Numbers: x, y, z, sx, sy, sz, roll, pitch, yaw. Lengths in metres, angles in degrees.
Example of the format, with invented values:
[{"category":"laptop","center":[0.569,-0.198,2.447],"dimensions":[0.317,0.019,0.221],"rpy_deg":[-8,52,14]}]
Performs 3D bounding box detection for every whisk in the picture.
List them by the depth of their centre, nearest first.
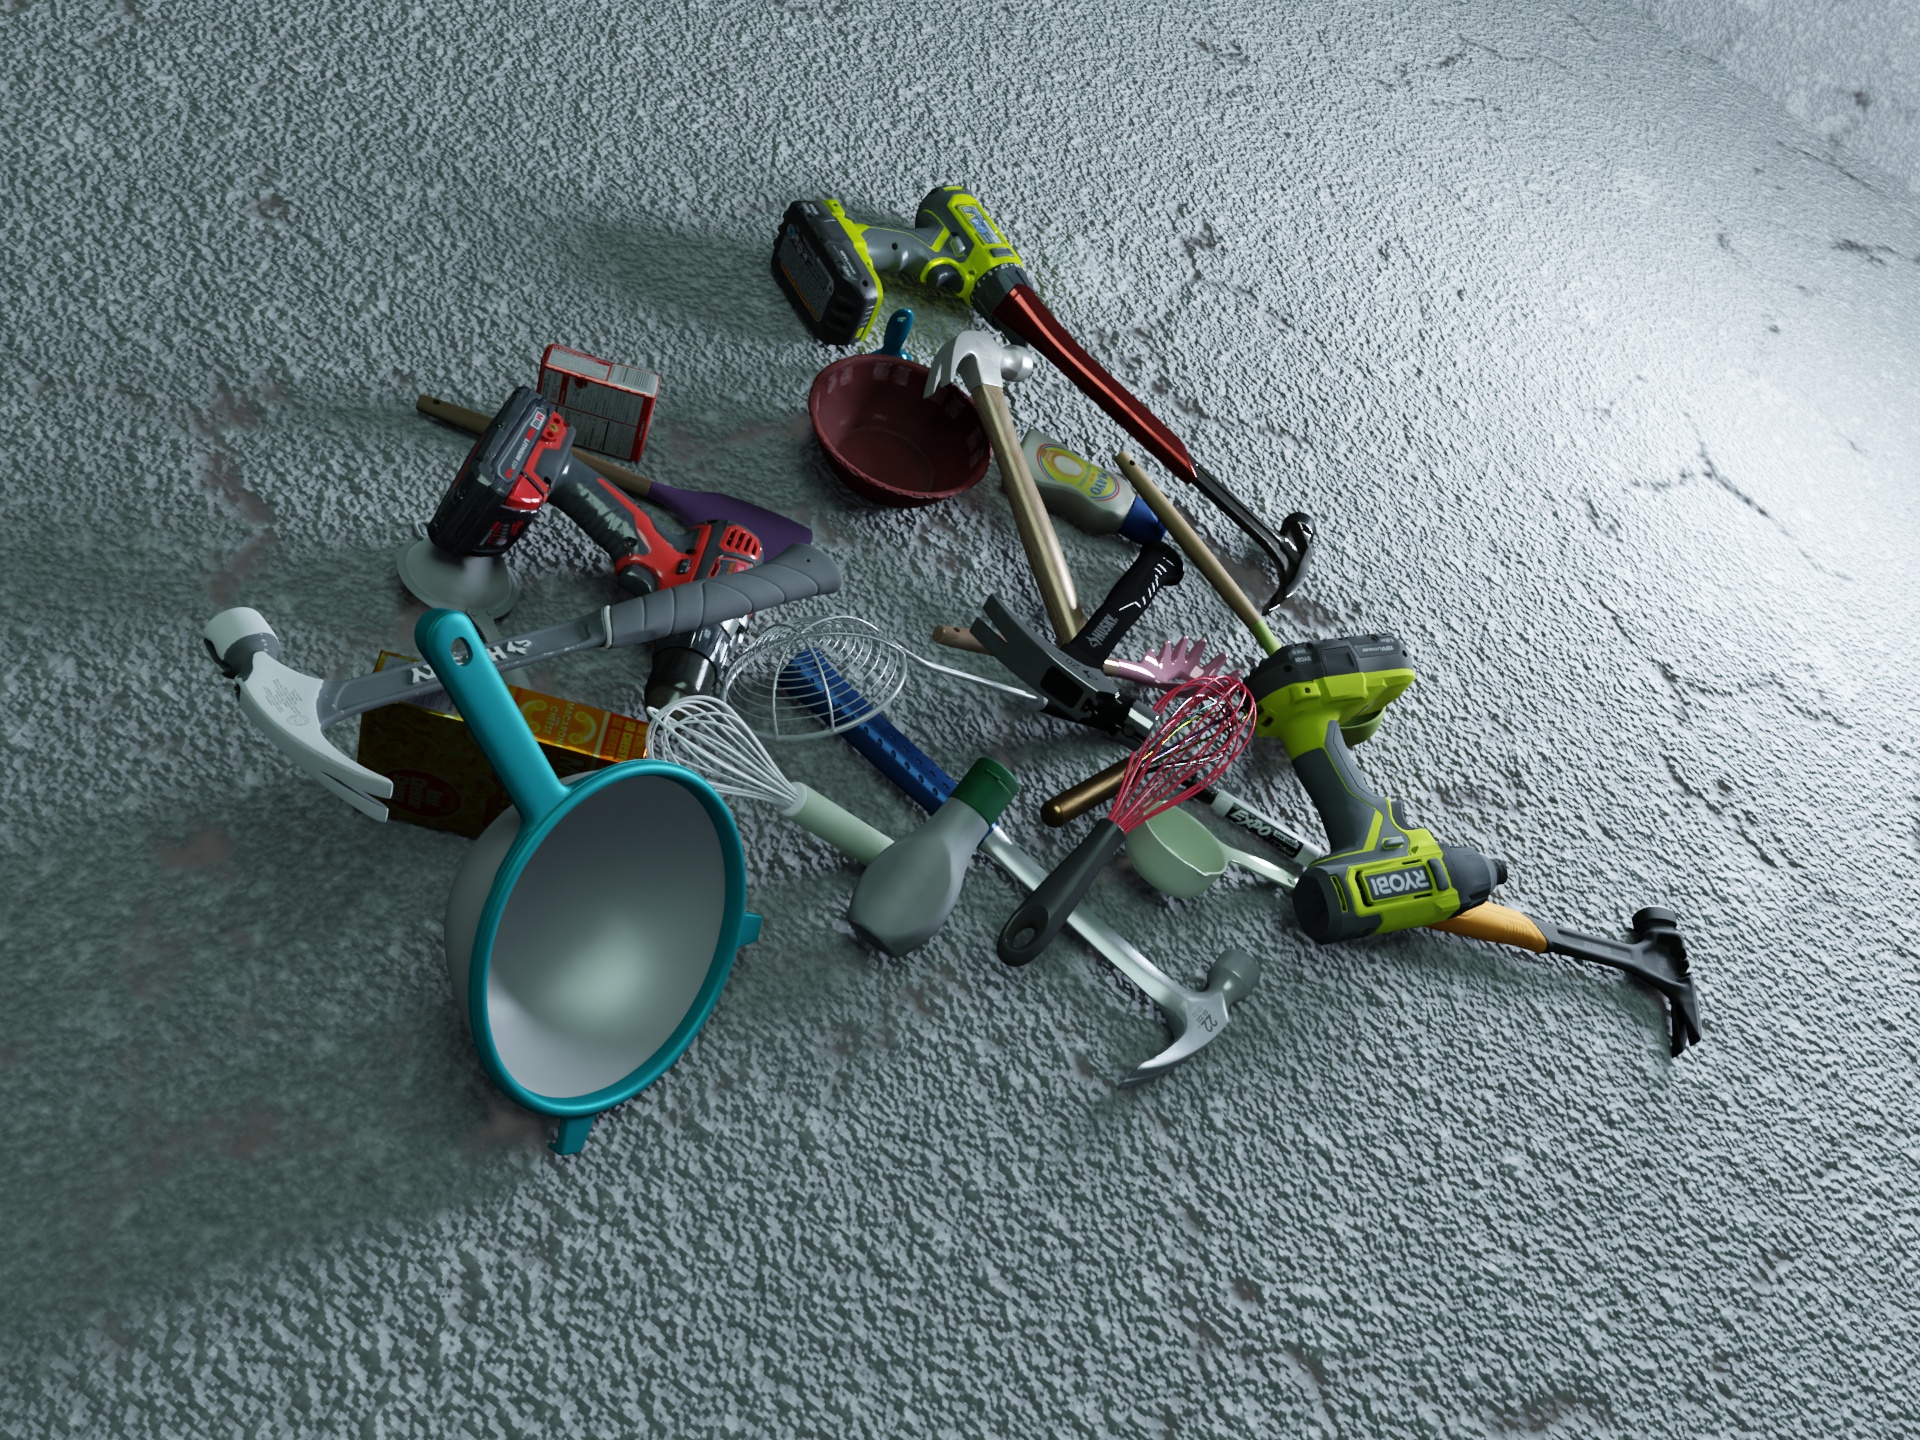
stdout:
[{"category":"whisk","center":[-0.115,0.048,1.031],"dimensions":[0.059,0.058,0.246],"rpy_deg":[36,-1,43]},{"category":"whisk","center":[0.119,0.065,1.127],"dimensions":[0.073,0.073,0.296],"rpy_deg":[39,62,8]},{"category":"whisk","center":[0.142,0.032,1.219],"dimensions":[0.047,0.051,0.245],"rpy_deg":[31,38,31]}]

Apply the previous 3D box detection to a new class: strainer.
[{"category":"strainer","center":[-0.244,0.070,0.896],"dimensions":[0.095,0.340,0.211],"rpy_deg":[13,48,33]},{"category":"strainer","center":[-0.318,-0.053,1.098],"dimensions":[0.087,0.050,0.259],"rpy_deg":[-10,62,-46]}]

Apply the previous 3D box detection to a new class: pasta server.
[{"category":"pasta server","center":[0.103,-0.050,1.225],"dimensions":[0.316,0.040,0.060],"rpy_deg":[8,35,-42]}]

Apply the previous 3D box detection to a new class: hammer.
[{"category":"hammer","center":[-0.232,-0.051,0.982],"dimensions":[0.409,0.036,0.149],"rpy_deg":[-21,59,-43]},{"category":"hammer","center":[0.025,0.094,1.140],"dimensions":[0.405,0.035,0.144],"rpy_deg":[41,50,9]},{"category":"hammer","center":[0.116,-0.085,1.233],"dimensions":[0.146,0.035,0.335],"rpy_deg":[34,28,4]},{"category":"hammer","center":[0.434,0.171,1.264],"dimensions":[0.336,0.034,0.127],"rpy_deg":[16,50,-12]},{"category":"hammer","center":[0.055,-0.170,1.300],"dimensions":[0.130,0.031,0.331],"rpy_deg":[-2,69,-49]},{"category":"hammer","center":[0.169,-0.246,1.399],"dimensions":[0.359,0.036,0.149],"rpy_deg":[41,39,-7]}]

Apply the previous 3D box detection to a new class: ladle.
[{"category":"ladle","center":[0.238,-0.108,1.340],"dimensions":[0.078,0.062,0.320],"rpy_deg":[-34,83,-33]}]

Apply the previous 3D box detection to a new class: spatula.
[{"category":"spatula","center":[-0.266,-0.187,1.232],"dimensions":[0.316,0.018,0.060],"rpy_deg":[21,51,-9]}]

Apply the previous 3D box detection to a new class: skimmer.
[{"category":"skimmer","center":[-0.002,-0.004,1.161],"dimensions":[0.363,0.090,0.127],"rpy_deg":[14,17,-39]}]

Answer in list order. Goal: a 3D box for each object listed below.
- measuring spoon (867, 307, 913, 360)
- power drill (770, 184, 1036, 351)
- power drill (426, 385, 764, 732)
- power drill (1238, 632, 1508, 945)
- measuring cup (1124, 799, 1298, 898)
[{"category":"measuring spoon","center":[-0.056,-0.317,1.359],"dimensions":[0.042,0.128,0.021],"rpy_deg":[0,80,-10]},{"category":"power drill","center":[-0.039,-0.407,1.460],"dimensions":[0.228,0.080,0.191],"rpy_deg":[-15,62,-34]},{"category":"power drill","center":[-0.249,-0.107,1.114],"dimensions":[0.226,0.080,0.188],"rpy_deg":[33,43,-22]},{"category":"power drill","center":[0.315,0.051,1.221],"dimensions":[0.171,0.080,0.223],"rpy_deg":[-8,68,-20]},{"category":"measuring cup","center":[0.193,0.113,1.203],"dimensions":[0.167,0.038,0.083],"rpy_deg":[22,29,-31]}]
